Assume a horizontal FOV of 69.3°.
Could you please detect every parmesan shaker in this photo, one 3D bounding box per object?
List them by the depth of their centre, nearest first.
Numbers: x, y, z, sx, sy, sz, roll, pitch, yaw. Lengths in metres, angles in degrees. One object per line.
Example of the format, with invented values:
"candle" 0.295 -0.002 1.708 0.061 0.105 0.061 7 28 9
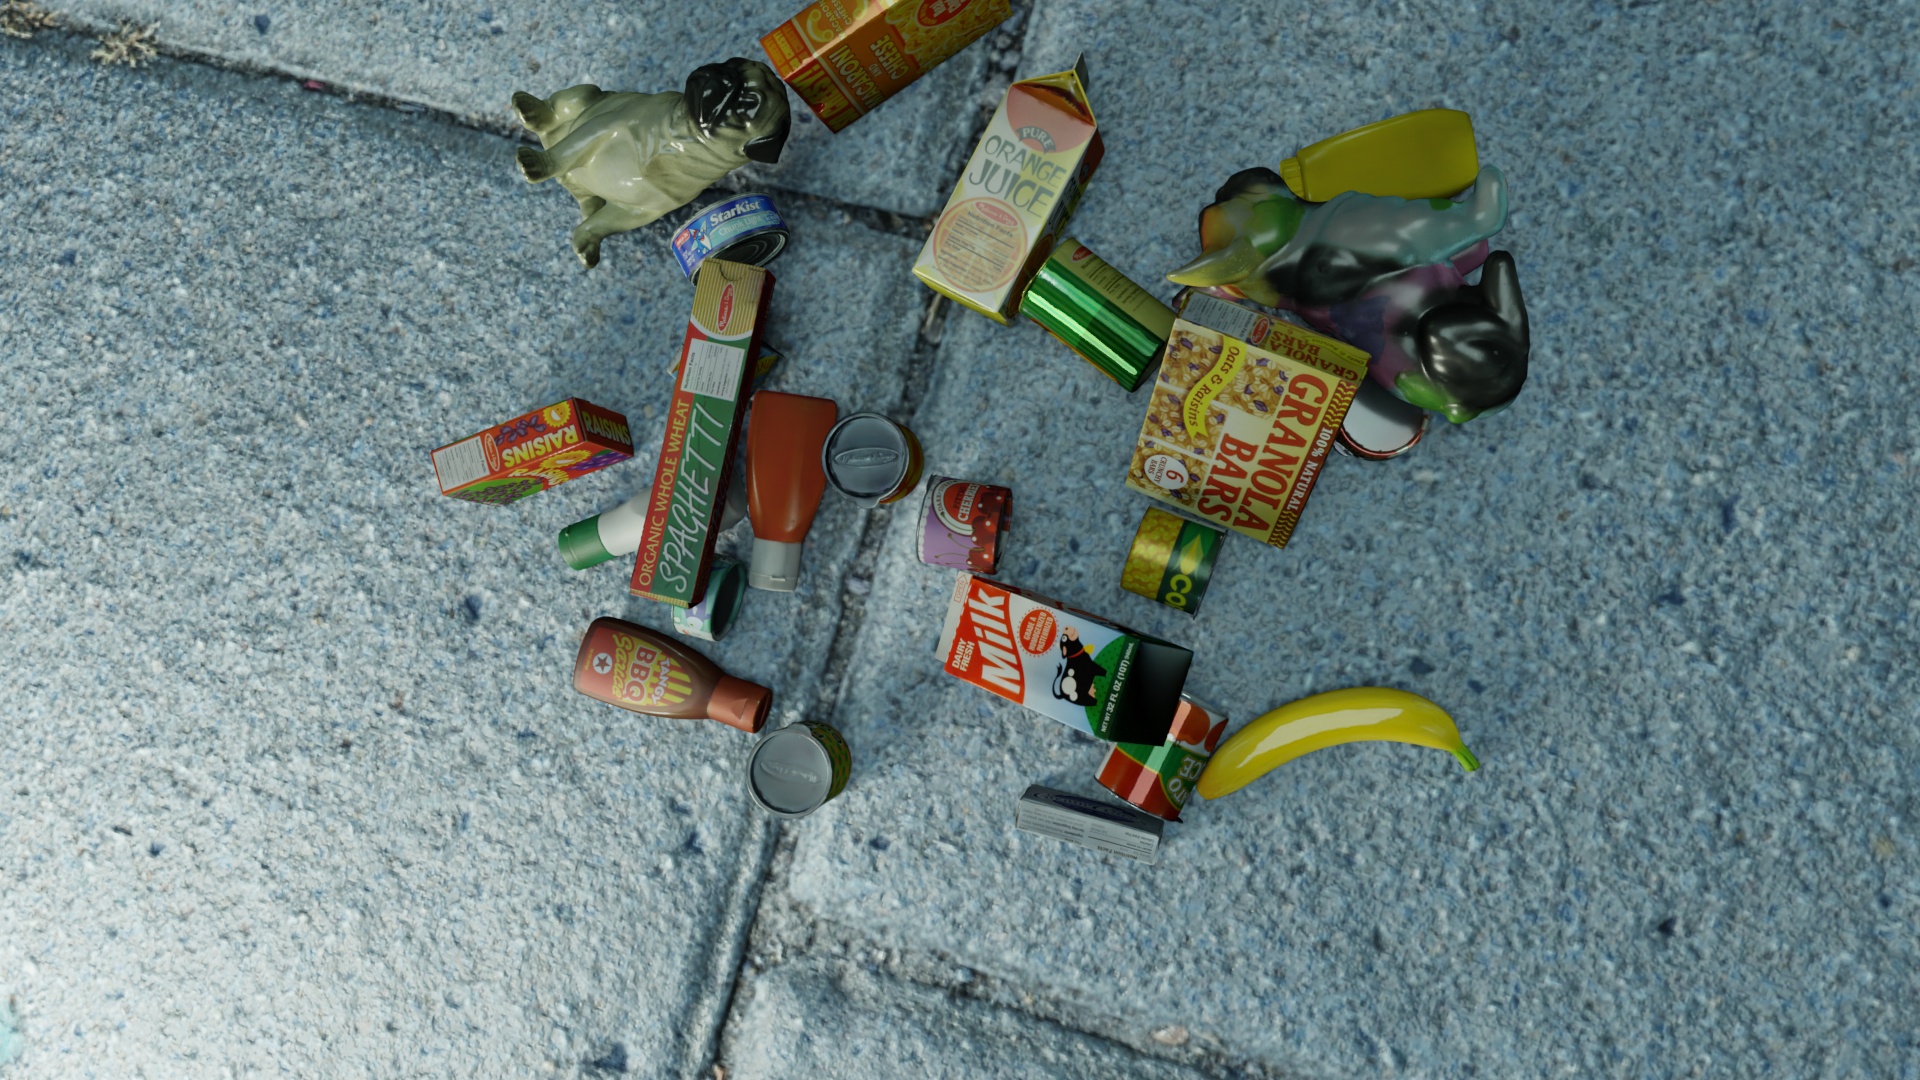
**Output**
"parmesan shaker" 0.101 -0.160 1.000 0.103 0.071 0.071 38 96 8

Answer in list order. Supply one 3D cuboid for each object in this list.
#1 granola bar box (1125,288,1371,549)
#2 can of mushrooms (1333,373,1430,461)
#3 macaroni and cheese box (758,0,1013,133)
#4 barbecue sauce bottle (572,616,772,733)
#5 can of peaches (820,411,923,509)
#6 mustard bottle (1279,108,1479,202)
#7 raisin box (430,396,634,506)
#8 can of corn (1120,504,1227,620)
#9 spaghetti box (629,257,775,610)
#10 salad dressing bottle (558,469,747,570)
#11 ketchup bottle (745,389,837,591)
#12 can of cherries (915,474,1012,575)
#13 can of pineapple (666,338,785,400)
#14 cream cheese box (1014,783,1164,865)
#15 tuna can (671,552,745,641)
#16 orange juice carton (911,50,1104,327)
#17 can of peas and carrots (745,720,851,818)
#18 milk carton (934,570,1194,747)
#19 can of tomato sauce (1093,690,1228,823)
"granola bar box" 0.190 -0.080 0.943 0.124 0.164 0.039 23 52 10
"can of mushrooms" 0.295 -0.088 0.982 0.071 0.033 0.071 0 89 10
"macaroni and cheese box" -0.049 -0.371 1.005 0.166 0.124 0.040 -32 83 9
"barbecue sauce bottle" -0.219 0.108 1.066 0.148 0.043 0.065 17 91 10
"can of peaches" -0.065 -0.058 1.034 0.071 0.058 0.071 0 89 10
"mustard bottle" 0.278 -0.260 0.981 0.160 0.049 0.065 -9 91 10
"raisin box" -0.326 -0.067 1.067 0.123 0.086 0.040 -19 81 10
"can of corn" 0.151 0.016 0.988 0.058 0.071 0.071 20 93 11
"spaghetti box" -0.186 -0.077 1.003 0.050 0.029 0.250 13 91 9
"salad dressing bottle" -0.238 -0.016 1.067 0.147 0.043 0.064 -18 41 16
"ketchup bottle" -0.133 -0.037 1.050 0.065 0.043 0.148 7 93 -18
"can of cherries" 0.004 -0.013 1.014 0.058 0.071 0.071 11 91 10
"can of pineapple" -0.178 -0.135 1.052 0.071 0.071 0.058 35 96 9
"cream cheese box" 0.093 0.204 1.002 0.104 0.053 0.024 13 93 10
"tuna can" -0.189 0.039 1.050 0.033 0.071 0.071 15 92 9
"orange juice carton" 0.046 -0.259 1.011 0.073 0.072 0.192 29 94 9
"can of peas and carrots" -0.120 0.168 1.039 0.071 0.059 0.071 0 88 10
"milk carton" 0.059 0.079 0.980 0.191 0.073 0.072 18 92 40
"can of tomato sauce" 0.145 0.148 0.987 0.071 0.071 0.083 27 93 10
